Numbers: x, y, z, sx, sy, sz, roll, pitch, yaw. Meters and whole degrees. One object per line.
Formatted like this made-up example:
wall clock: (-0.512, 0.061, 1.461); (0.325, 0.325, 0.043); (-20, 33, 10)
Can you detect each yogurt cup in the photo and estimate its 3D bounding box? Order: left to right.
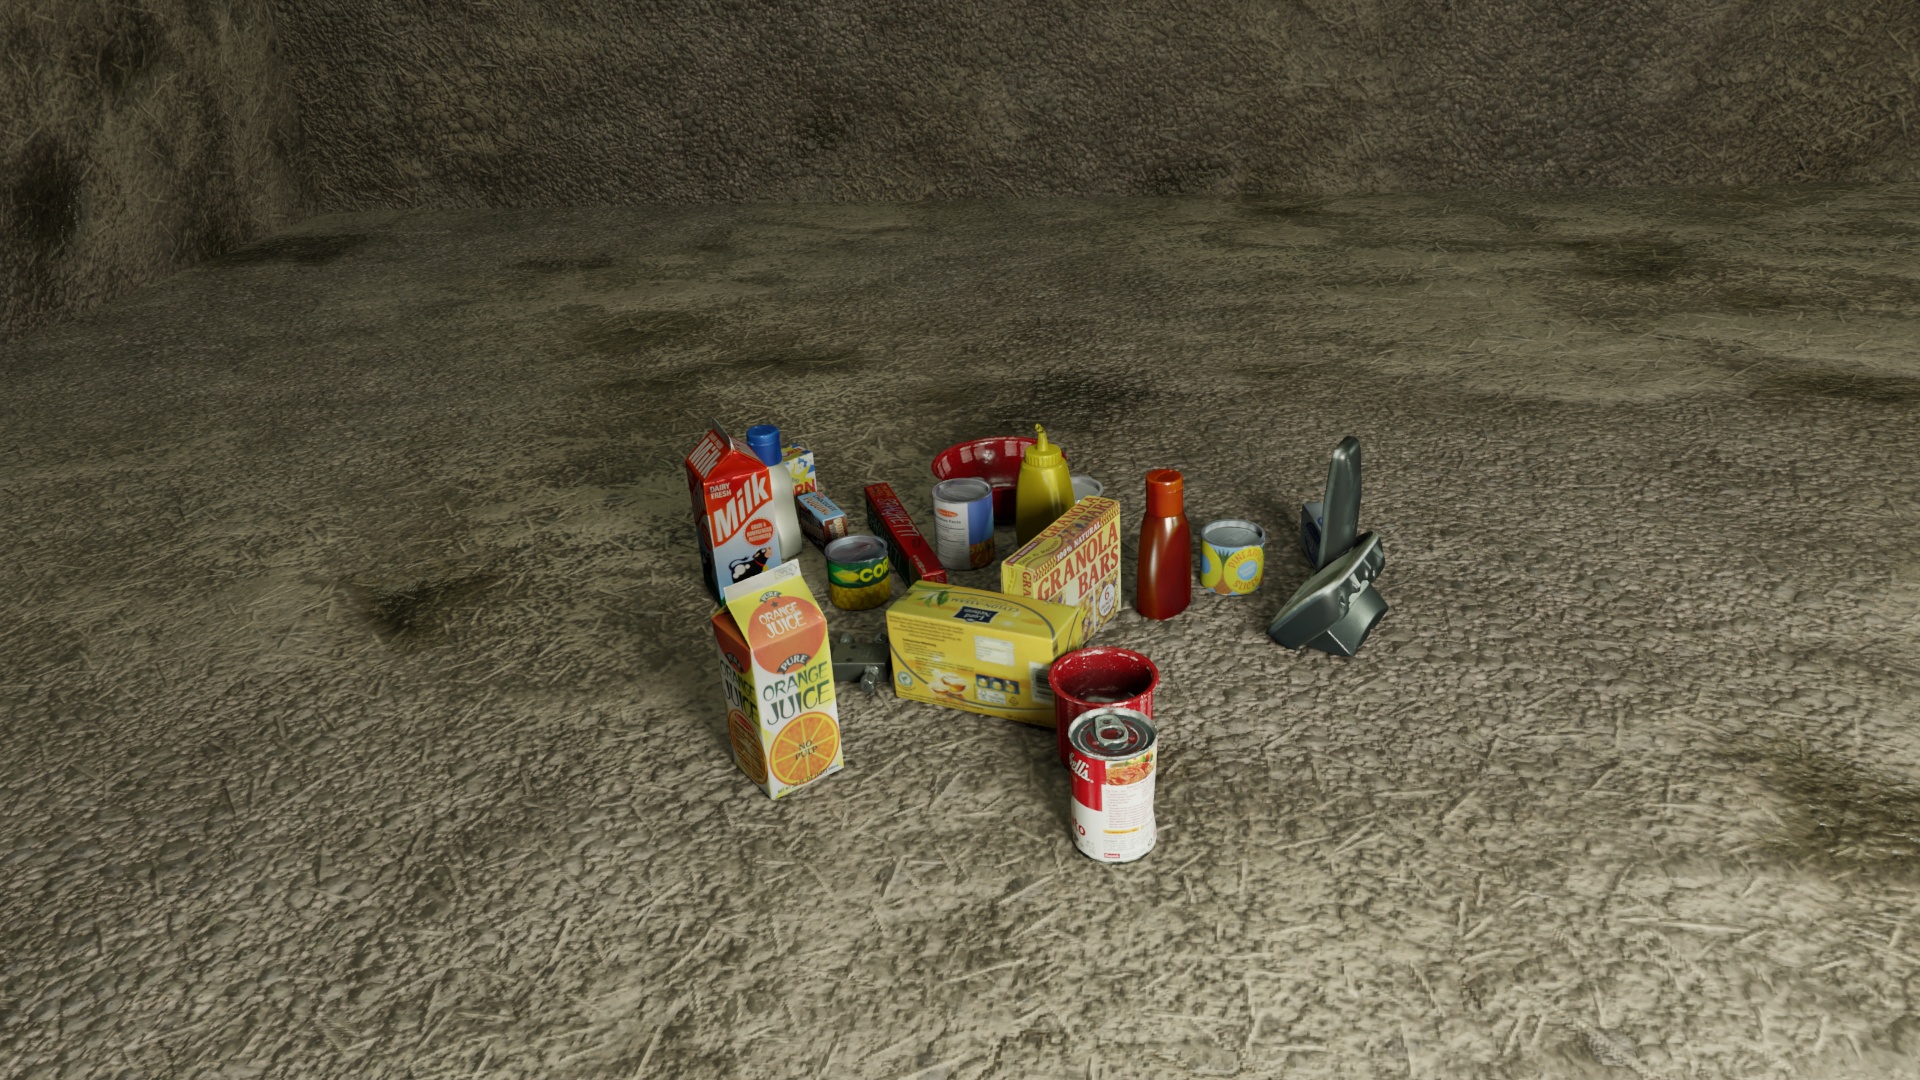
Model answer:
yogurt cup: (0.129, -0.035, 1.578); (0.072, 0.053, 0.073); (-3, 26, 2)

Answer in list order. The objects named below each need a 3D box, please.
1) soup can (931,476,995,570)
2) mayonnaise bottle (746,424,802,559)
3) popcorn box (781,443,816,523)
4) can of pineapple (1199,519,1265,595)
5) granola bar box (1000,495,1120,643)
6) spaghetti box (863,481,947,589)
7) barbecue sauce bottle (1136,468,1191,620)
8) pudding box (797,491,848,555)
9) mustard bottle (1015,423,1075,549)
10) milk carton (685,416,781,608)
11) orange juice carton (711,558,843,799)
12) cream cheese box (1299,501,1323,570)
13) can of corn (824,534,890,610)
soup can: (0.005, -0.019, 1.528); (0.071, 0.083, 0.071); (-3, 26, 2)
mayonnaise bottle: (-0.213, -0.055, 1.558); (0.041, 0.147, 0.065); (-24, 33, -36)
popcorn box: (-0.229, -0.052, 1.625); (0.127, 0.084, 0.038); (-24, 32, -35)
can of pineapple: (0.283, 0.018, 1.445); (0.071, 0.057, 0.071); (-3, 26, 2)
granola bar box: (0.099, 0.045, 1.341); (0.039, 0.123, 0.166); (13, 31, 31)
spaghetti box: (-0.062, 0.005, 1.527); (0.029, 0.050, 0.251); (-11, 27, -14)
barbecue sauce bottle: (0.203, 0.003, 1.384); (0.044, 0.147, 0.065); (19, 34, 39)
pudding box: (-0.156, -0.019, 1.588); (0.030, 0.049, 0.084); (-16, 29, -23)
mustard bottle: (0.092, -0.052, 1.498); (0.065, 0.159, 0.049); (12, 30, 29)
milk carton: (-0.240, -0.033, 1.468); (0.073, 0.189, 0.072); (-15, 28, -21)
orange juice carton: (-0.155, 0.112, 1.163); (0.072, 0.191, 0.073); (-21, 31, -31)
cream cheese box: (0.384, 0.005, 1.463); (0.024, 0.053, 0.104); (-4, 26, -1)
can of corn: (-0.106, 0.034, 1.464); (0.071, 0.058, 0.071); (-3, 26, 2)
